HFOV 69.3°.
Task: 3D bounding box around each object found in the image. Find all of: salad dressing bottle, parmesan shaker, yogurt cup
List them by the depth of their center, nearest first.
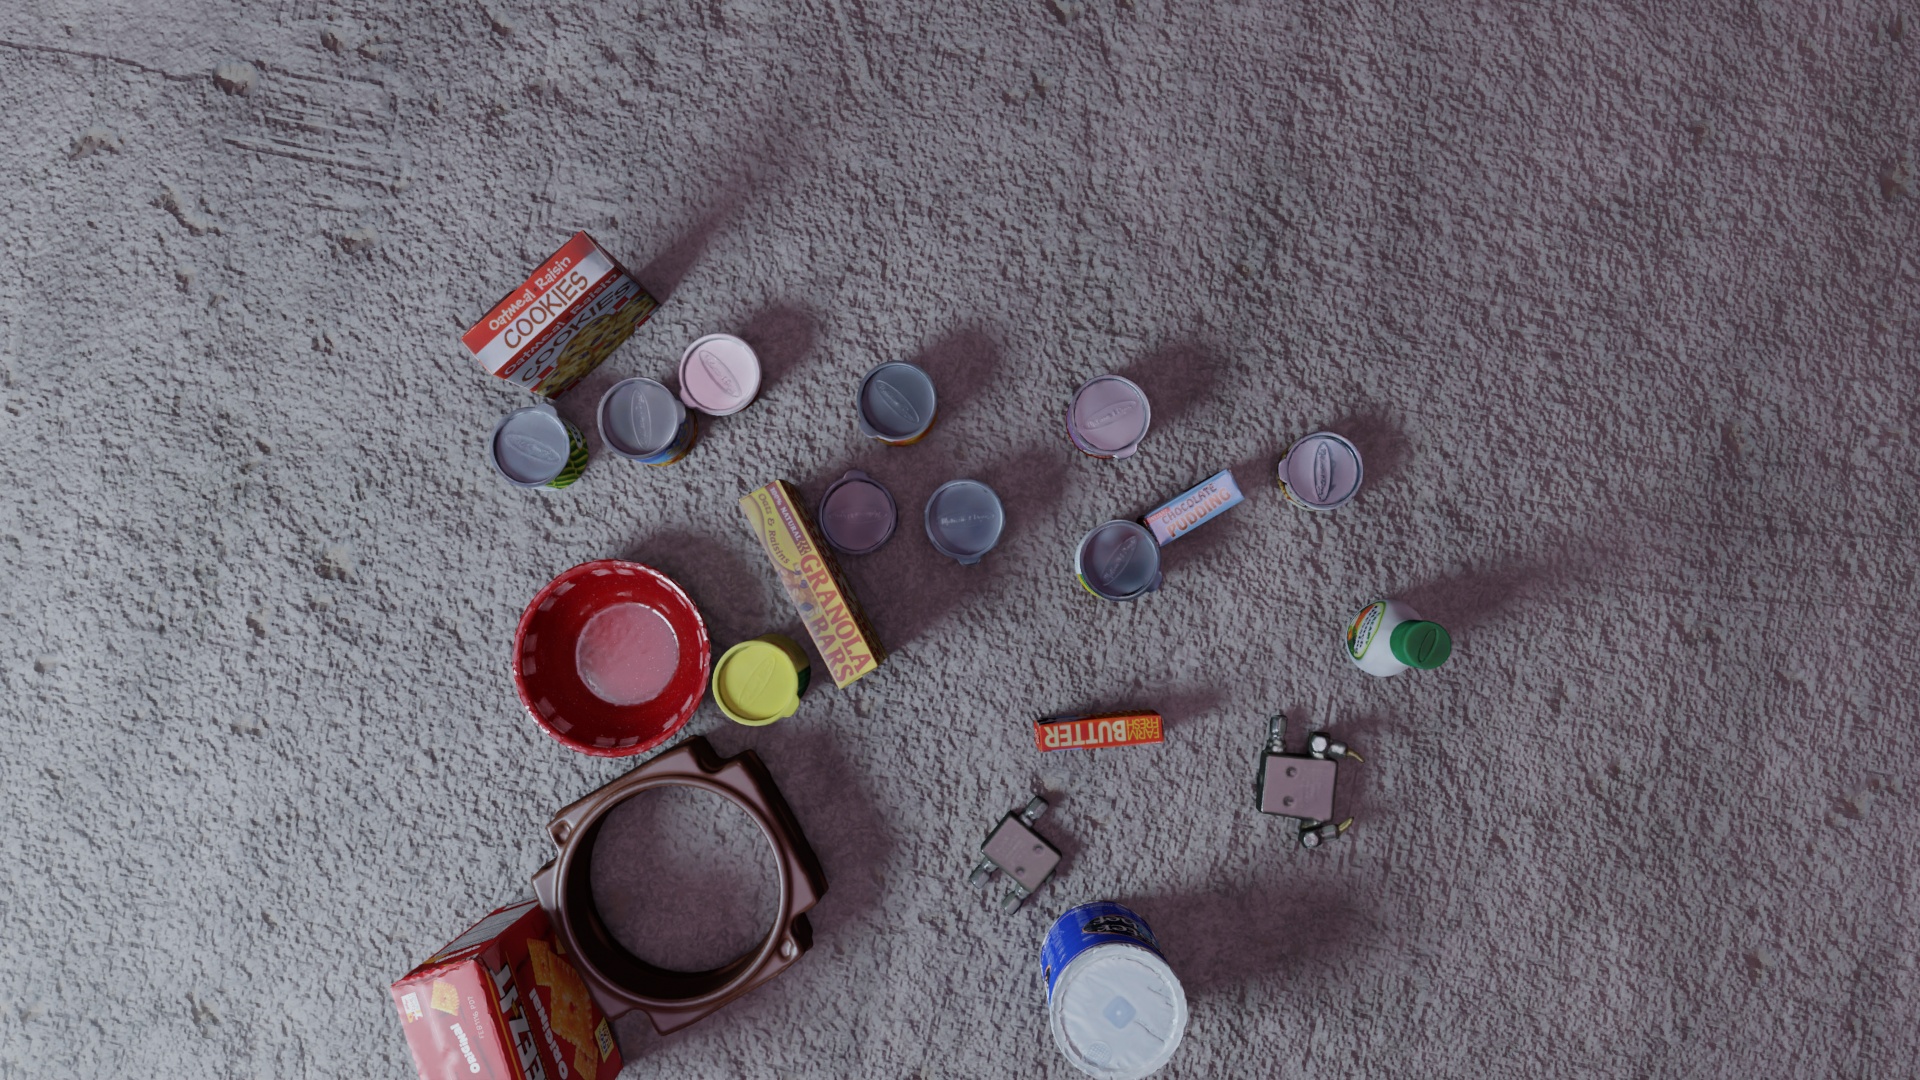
[{"bbox_3d":[0.348,0.079,1.106,0.044,0.147,0.064,25,89,1],"label":"salad dressing bottle"},{"bbox_3d":[-0.157,0.113,1.125,0.071,0.103,0.071,0,89,0],"label":"parmesan shaker"},{"bbox_3d":[-0.197,-0.136,1.158,0.072,0.054,0.072,0,88,0],"label":"yogurt cup"}]

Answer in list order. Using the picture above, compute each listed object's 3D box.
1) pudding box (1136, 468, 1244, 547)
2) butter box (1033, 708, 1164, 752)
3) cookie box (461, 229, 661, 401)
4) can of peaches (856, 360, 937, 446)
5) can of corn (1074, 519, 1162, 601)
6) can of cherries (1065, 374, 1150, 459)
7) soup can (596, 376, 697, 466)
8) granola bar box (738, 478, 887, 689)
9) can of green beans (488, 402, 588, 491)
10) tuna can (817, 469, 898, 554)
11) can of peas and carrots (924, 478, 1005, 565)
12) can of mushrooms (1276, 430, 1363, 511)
[{"bbox_3d":[0.191,-0.027,1.158,0.084,0.049,0.030,-30,89,-1],"label":"pudding box"},{"bbox_3d":[0.114,0.157,1.150,0.103,0.053,0.024,-5,89,0],"label":"butter box"},{"bbox_3d":[-0.312,-0.174,1.102,0.123,0.167,0.040,-43,89,-1],"label":"cookie box"},{"bbox_3d":[-0.053,-0.111,1.155,0.071,0.058,0.071,0,88,0],"label":"can of peaches"},{"bbox_3d":[0.131,0.018,1.152,0.071,0.058,0.071,0,88,0],"label":"can of corn"},{"bbox_3d":[0.122,-0.099,1.155,0.071,0.058,0.071,0,88,0],"label":"can of cherries"},{"bbox_3d":[-0.253,-0.096,1.142,0.071,0.084,0.071,0,89,0],"label":"soup can"},{"bbox_3d":[-0.115,0.033,1.117,0.039,0.124,0.165,-28,89,-1],"label":"granola bar box"},{"bbox_3d":[-0.349,-0.075,1.154,0.071,0.058,0.071,0,88,0],"label":"can of green beans"},{"bbox_3d":[-0.086,-0.023,1.165,0.071,0.033,0.071,0,88,0],"label":"tuna can"},{"bbox_3d":[0.004,-0.014,1.152,0.071,0.058,0.071,0,88,0],"label":"can of peas and carrots"},{"bbox_3d":[0.299,-0.058,1.167,0.071,0.033,0.071,0,88,0],"label":"can of mushrooms"}]
